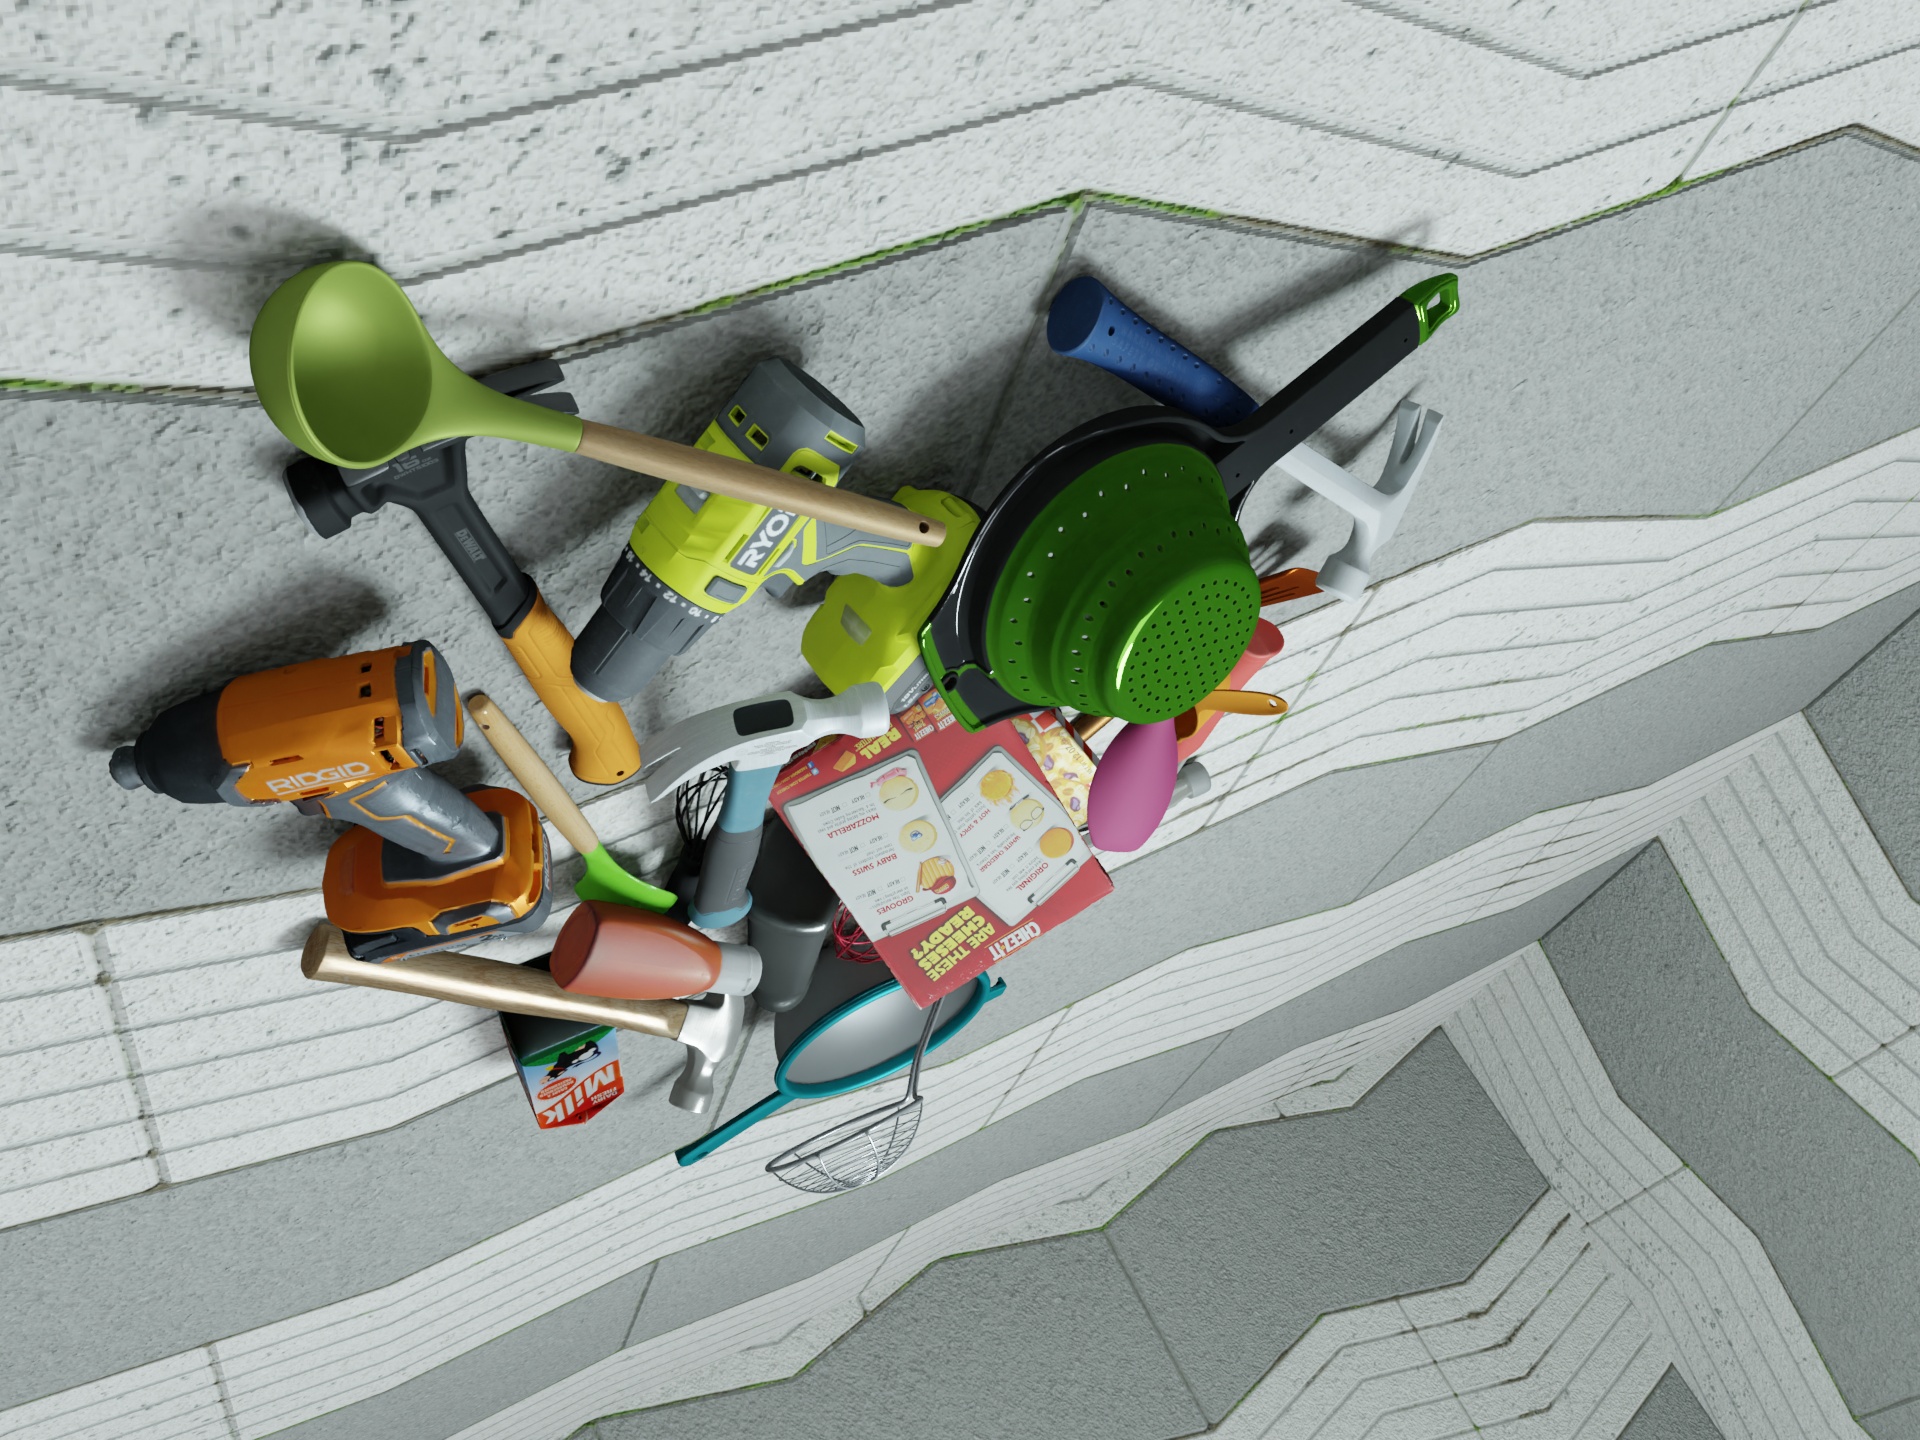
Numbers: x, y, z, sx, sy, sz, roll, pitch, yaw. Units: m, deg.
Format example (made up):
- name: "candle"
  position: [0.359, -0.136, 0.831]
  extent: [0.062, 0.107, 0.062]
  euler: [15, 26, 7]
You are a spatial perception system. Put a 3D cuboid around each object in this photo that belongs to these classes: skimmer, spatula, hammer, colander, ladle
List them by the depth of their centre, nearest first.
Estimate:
- name: "ladle"
  position: [-0.135, -0.116, 0.681]
  extent: [0.320, 0.078, 0.062]
  euler: [11, 177, -33]
- name: "hammer"
  position: [-0.217, -0.052, 0.827]
  extent: [0.127, 0.034, 0.336]
  euler: [-26, 154, -8]
- name: "colander"
  position: [0.163, -0.117, 0.907]
  extent: [0.397, 0.095, 0.204]
  euler: [-39, 143, -8]
- name: "hammer"
  position: [-0.134, 0.065, 0.971]
  extent: [0.128, 0.033, 0.330]
  euler: [-9, 158, -17]
- name: "hammer"
  position: [0.186, -0.184, 0.984]
  extent: [0.405, 0.035, 0.144]
  euler: [15, 105, -51]
- name: "hammer"
  position: [-0.286, 0.185, 1.091]
  extent: [0.331, 0.031, 0.130]
  euler: [22, 84, -42]
- name: "spatula"
  position: [0.151, -0.027, 1.257]
  extent: [0.322, 0.041, 0.081]
  euler: [-41, 154, 23]
- name: "skimmer"
  position: [-0.041, 0.209, 1.262]
  extent: [0.090, 0.363, 0.127]
  euler: [33, 147, -16]
- name: "hammer"
  position: [0.183, 0.014, 1.322]
  extent: [0.149, 0.037, 0.359]
  euler: [-23, 161, -17]

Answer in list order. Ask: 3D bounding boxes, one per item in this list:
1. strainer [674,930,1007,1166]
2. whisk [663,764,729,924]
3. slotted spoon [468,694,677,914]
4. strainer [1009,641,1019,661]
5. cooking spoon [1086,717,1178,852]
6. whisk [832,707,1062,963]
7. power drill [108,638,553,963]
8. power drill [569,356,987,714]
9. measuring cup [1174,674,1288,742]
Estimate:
- name: "strainer"
  position: [-0.137, 0.282, 1.445]
  extent: [0.340, 0.095, 0.210]
  euler: [-35, 153, 12]
- name: "whisk"
  position: [-0.185, 0.096, 1.114]
  extent: [0.055, 0.055, 0.238]
  euler: [-16, 155, -28]
- name: "slotted spoon"
  position: [-0.247, 0.067, 1.008]
  extent: [0.070, 0.031, 0.313]
  euler: [0, 151, 8]
- name: "strainer"
  position: [-0.002, -0.004, 1.125]
  extent: [0.258, 0.087, 0.050]
  euler: [-46, -176, 13]
- name: "cooking spoon"
  position: [0.150, -0.051, 1.079]
  extent: [0.068, 0.017, 0.318]
  euler: [6, 111, -25]
- name: "whisk"
  position: [-0.013, 0.094, 1.279]
  extent: [0.073, 0.073, 0.295]
  euler: [8, 129, -52]
- name: "power drill"
  position: [-0.319, 0.048, 0.835]
  extent: [0.164, 0.084, 0.226]
  euler: [-12, 149, -1]
- name: "power drill"
  position: [-0.087, -0.074, 0.849]
  extent: [0.190, 0.080, 0.228]
  euler: [-50, 151, 13]
- name: "measuring cup"
  position: [0.182, -0.032, 1.143]
  extent: [0.052, 0.174, 0.095]
  euler: [-44, 118, -25]
